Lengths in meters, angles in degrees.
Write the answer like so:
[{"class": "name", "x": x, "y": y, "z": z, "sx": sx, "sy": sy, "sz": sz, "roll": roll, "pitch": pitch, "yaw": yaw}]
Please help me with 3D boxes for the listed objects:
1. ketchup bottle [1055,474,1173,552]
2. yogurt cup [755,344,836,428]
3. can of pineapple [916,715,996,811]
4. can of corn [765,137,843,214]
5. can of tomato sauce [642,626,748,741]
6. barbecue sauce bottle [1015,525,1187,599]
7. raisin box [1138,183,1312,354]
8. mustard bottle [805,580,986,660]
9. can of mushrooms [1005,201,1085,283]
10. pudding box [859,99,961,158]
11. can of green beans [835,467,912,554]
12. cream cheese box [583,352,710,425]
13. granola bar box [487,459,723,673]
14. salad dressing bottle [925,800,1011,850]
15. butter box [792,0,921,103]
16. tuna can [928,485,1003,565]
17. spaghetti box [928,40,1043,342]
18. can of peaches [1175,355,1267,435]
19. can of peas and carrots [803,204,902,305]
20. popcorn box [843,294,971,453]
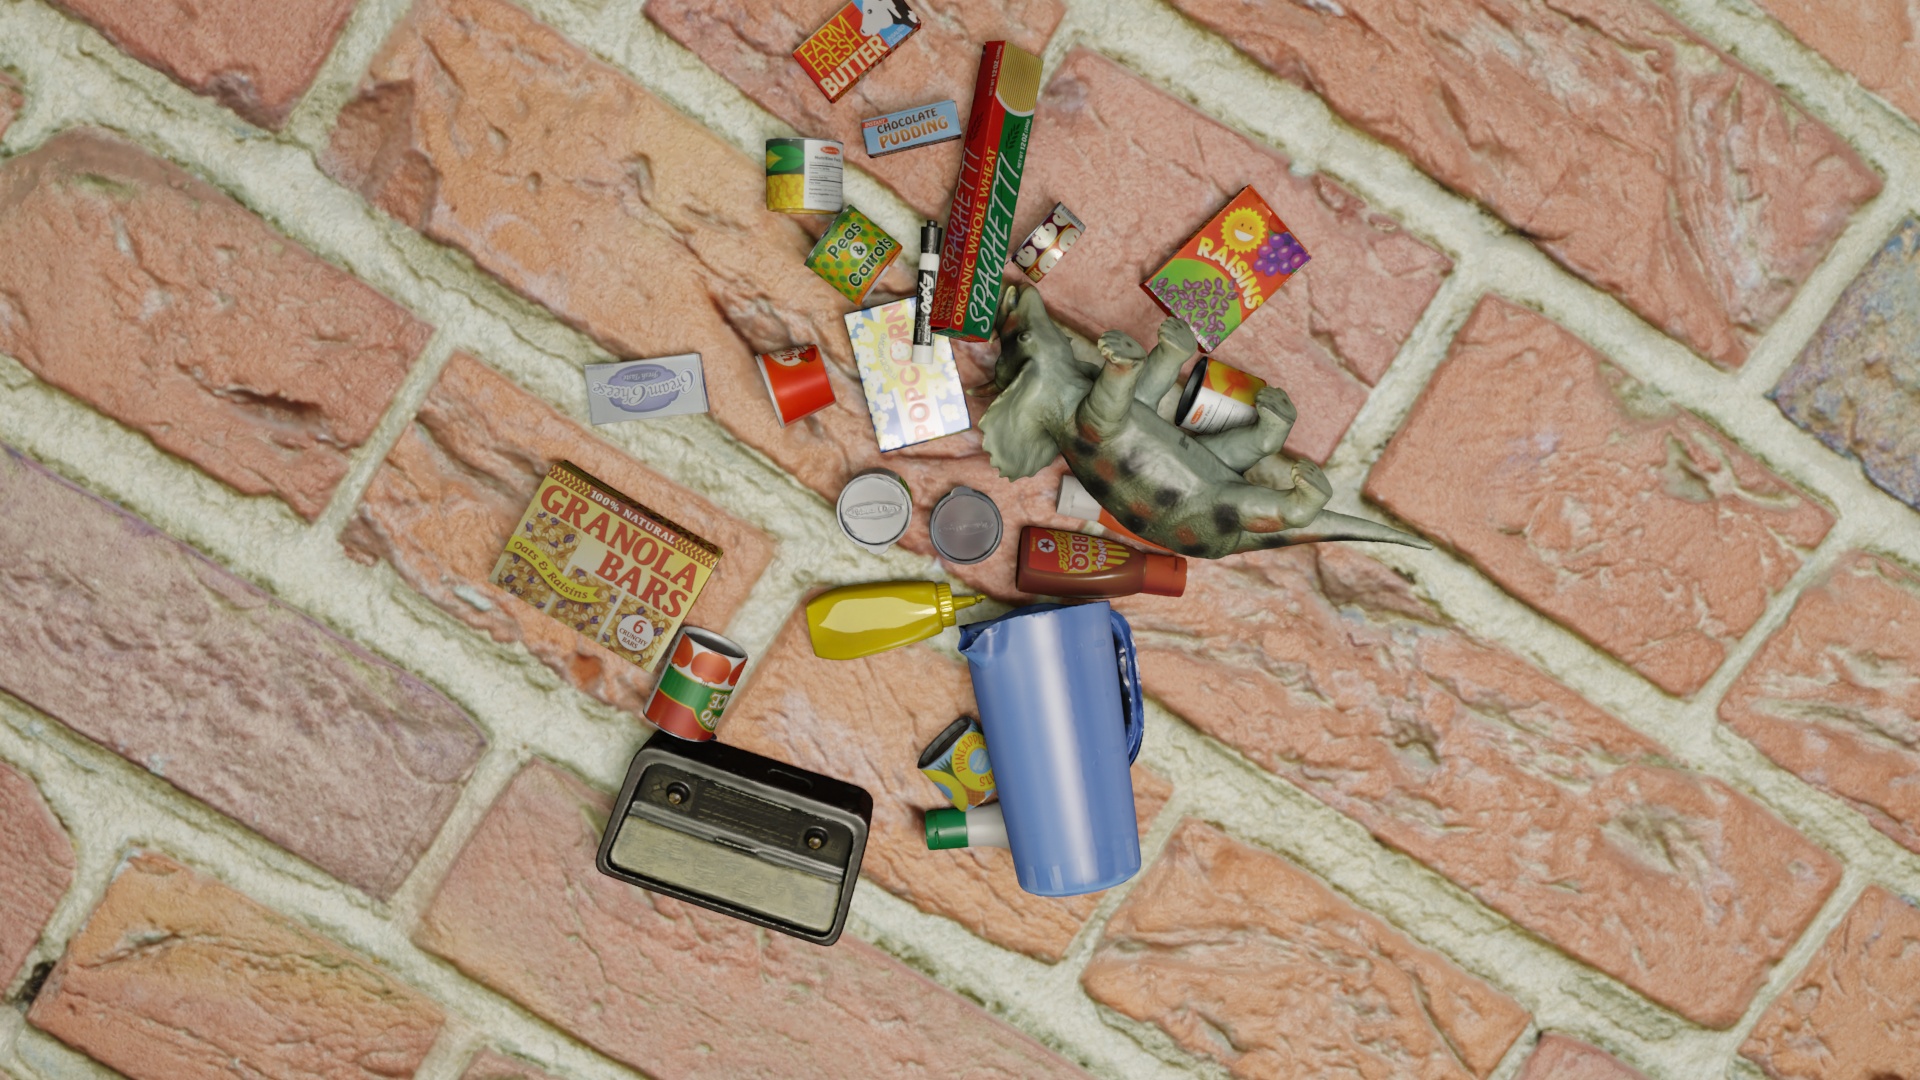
[{"class": "ketchup bottle", "x": 0.161, "y": -0.027, "z": 1.236, "sx": 0.149, "sy": 0.044, "sz": 0.064, "roll": 11, "pitch": 107, "yaw": -2}, {"class": "yogurt cup", "x": -0.142, "y": -0.137, "z": 1.206, "sx": 0.054, "sy": 0.072, "sz": 0.072, "roll": -19, "pitch": 98, "yaw": -6}, {"class": "can of pineapple", "x": 0.005, "y": 0.201, "z": 1.253, "sx": 0.071, "sy": 0.071, "sz": 0.058, "roll": -43, "pitch": 98, "yaw": 5}, {"class": "can of corn", "x": -0.134, "y": -0.309, "z": 1.182, "sx": 0.071, "sy": 0.071, "sz": 0.058, "roll": 1, "pitch": 99, "yaw": -1}, {"class": "can of tomato sauce", "x": -0.234, "y": 0.128, "z": 1.239, "sx": 0.071, "sy": 0.071, "sz": 0.083, "roll": 25, "pitch": 96, "yaw": -4}, {"class": "barbecue sauce bottle", "x": 0.125, "y": 0.024, "z": 1.233, "sx": 0.149, "sy": 0.065, "sz": 0.043, "roll": 7, "pitch": 136, "yaw": -1}, {"class": "raisin box", "x": 0.230, "y": -0.235, "z": 1.211, "sx": 0.123, "sy": 0.040, "sz": 0.086, "roll": -43, "pitch": 96, "yaw": 4}, {"class": "mustard bottle", "x": -0.055, "y": 0.066, "z": 1.243, "sx": 0.160, "sy": 0.049, "sz": 0.065, "roll": -9, "pitch": 99, "yaw": 0}, {"class": "can of mushrooms", "x": 0.073, "y": -0.253, "z": 1.192, "sx": 0.033, "sy": 0.071, "sz": 0.071, "roll": 41, "pitch": 96, "yaw": -8}, {"class": "pudding box", "x": -0.042, "y": -0.350, "z": 1.184, "sx": 0.084, "sy": 0.050, "sz": 0.030, "roll": -13, "pitch": 100, "yaw": 1}, {"class": "can of green beans", "x": -0.075, "y": -0.029, "z": 1.224, "sx": 0.071, "sy": 0.058, "sz": 0.071, "roll": 0, "pitch": 98, "yaw": -1}, {"class": "cream cheese box", "x": -0.276, "y": -0.134, "z": 1.223, "sx": 0.104, "sy": 0.024, "sz": 0.053, "roll": -7, "pitch": 99, "yaw": 0}, {"class": "granola bar box", "x": -0.314, "y": 0.023, "z": 1.237, "sx": 0.165, "sy": 0.039, "sz": 0.124, "roll": 31, "pitch": 96, "yaw": -5}, {"class": "salad dressing bottle", "x": 0.042, "y": 0.260, "z": 1.275, "sx": 0.148, "sy": 0.044, "sz": 0.064, "roll": -5, "pitch": 102, "yaw": 1}, {"class": "butter box", "x": -0.089, "y": -0.427, "z": 1.185, "sx": 0.103, "sy": 0.024, "sz": 0.053, "roll": -40, "pitch": 96, "yaw": 4}, {"class": "tuna can", "x": 0.004, "y": -0.016, "z": 1.240, "sx": 0.071, "sy": 0.033, "sz": 0.071, "roll": 0, "pitch": 98, "yaw": -1}, {"class": "spaghetti box", "x": 0.022, "y": -0.293, "z": 1.177, "sx": 0.050, "sy": 0.028, "sz": 0.250, "roll": 11, "pitch": 90, "yaw": -43}, {"class": "can of peaches", "x": 0.228, "y": -0.122, "z": 1.214, "sx": 0.058, "sy": 0.071, "sz": 0.071, "roll": 21, "pitch": 97, "yaw": -4}, {"class": "can of peas and carrots", "x": -0.091, "y": -0.244, "z": 1.187, "sx": 0.059, "sy": 0.071, "sz": 0.071, "roll": 38, "pitch": 96, "yaw": -6}, {"class": "popcorn box", "x": -0.046, "y": -0.148, "z": 1.218, "sx": 0.085, "sy": 0.038, "sz": 0.126, "roll": -14, "pitch": 98, "yaw": 1}]
